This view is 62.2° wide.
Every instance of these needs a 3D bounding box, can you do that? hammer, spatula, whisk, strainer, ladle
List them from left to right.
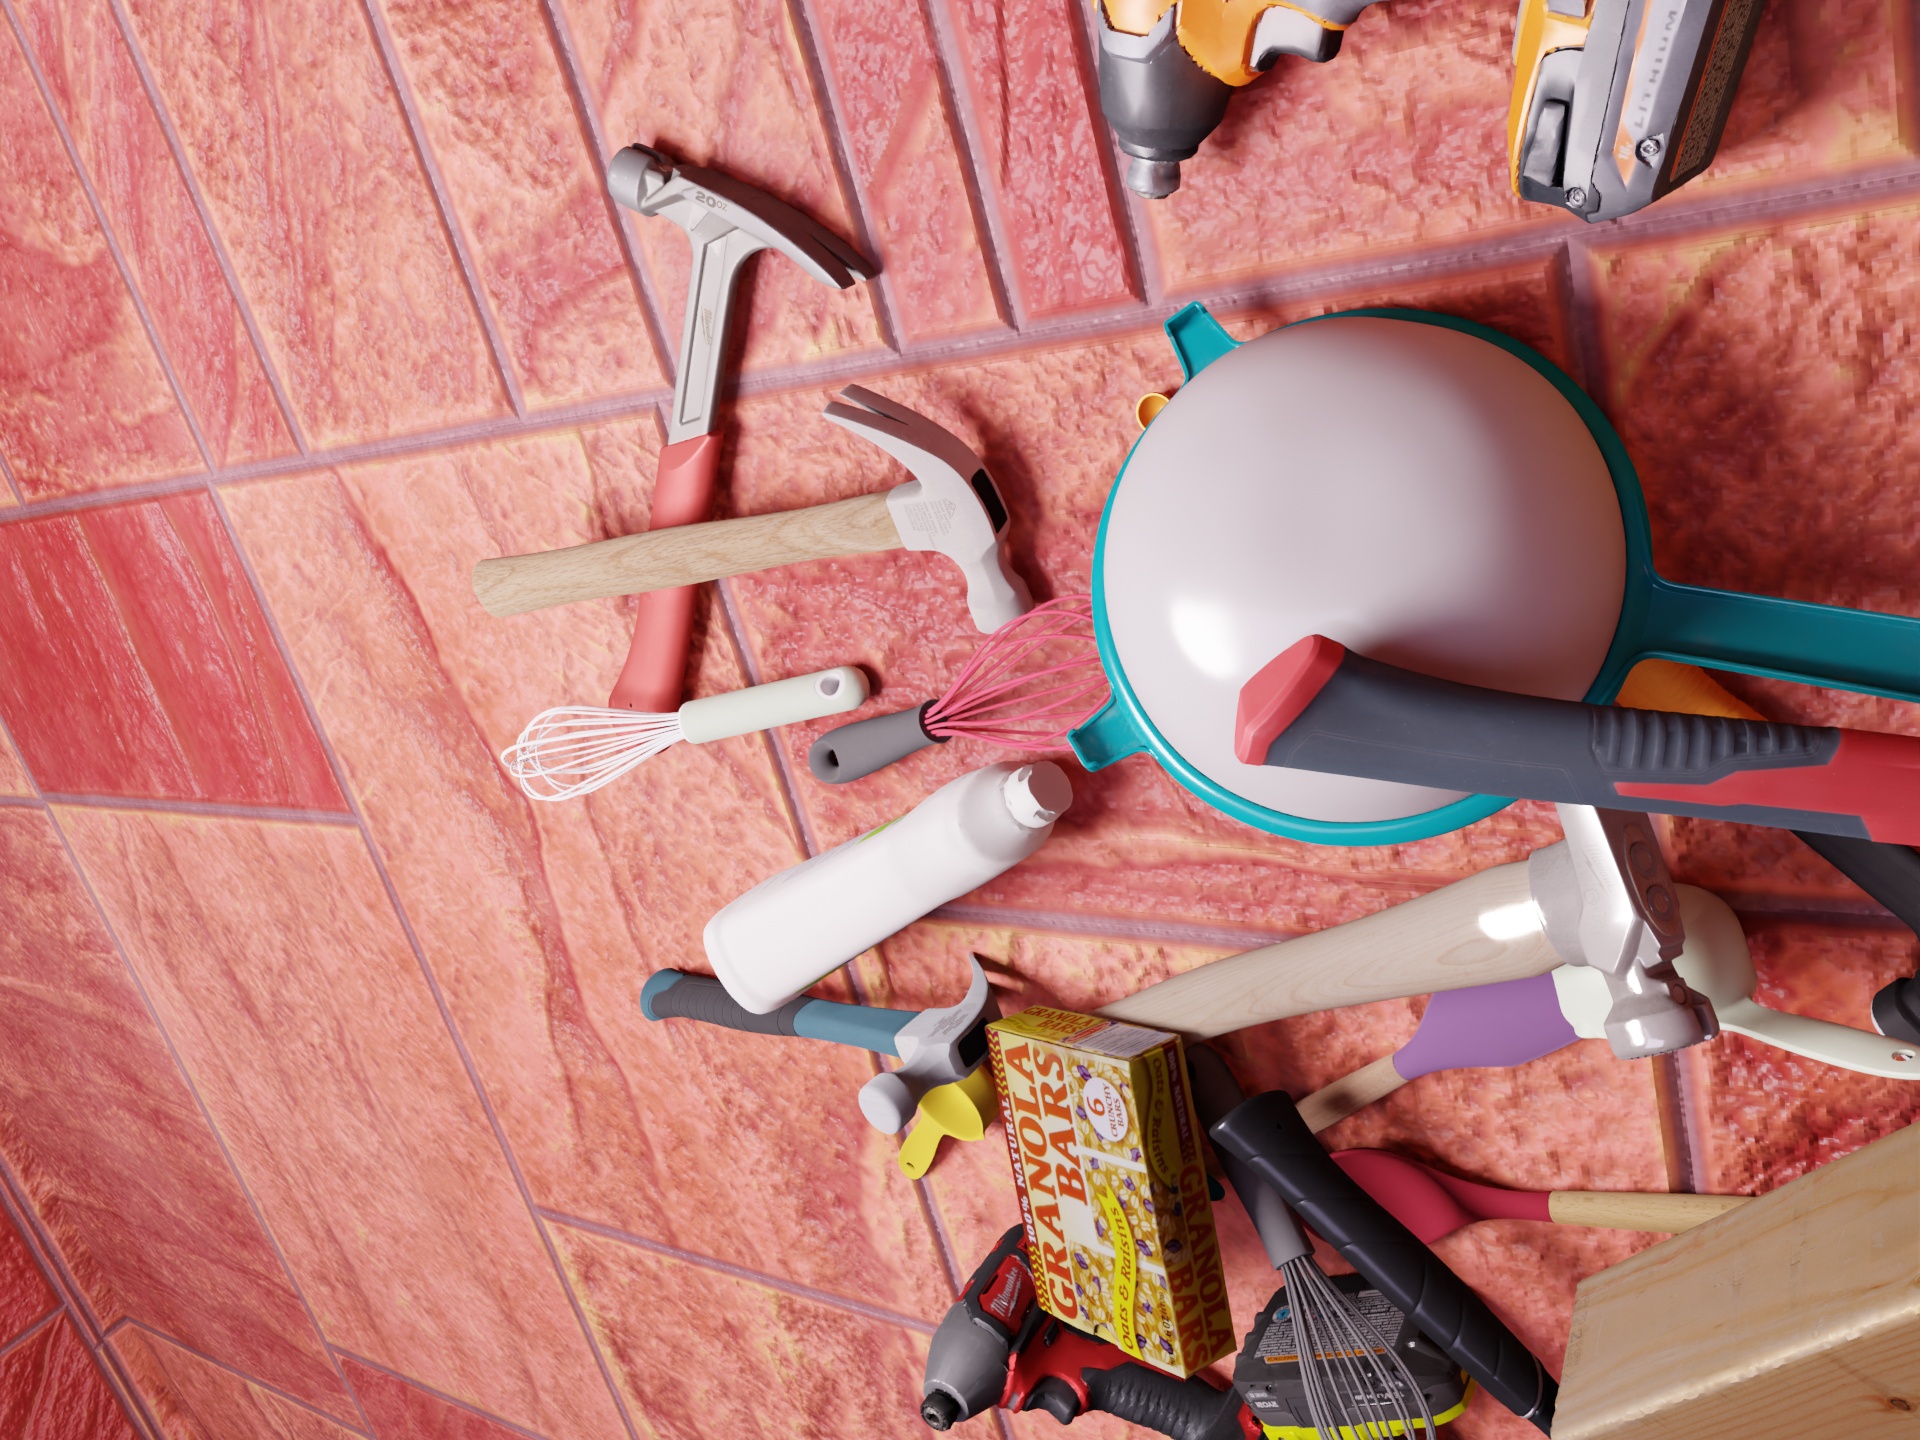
[{"bbox_3d":[-0.162,0.004,0.919,0.246,0.059,0.058,-12,69,23],"label":"whisk"},{"bbox_3d":[-0.145,-0.118,0.873,0.149,0.037,0.358,32,131,18],"label":"hammer"},{"bbox_3d":[-0.128,-0.091,0.830,0.331,0.031,0.130,-5,122,29],"label":"hammer"},{"bbox_3d":[-0.101,0.182,0.979,0.331,0.128,0.033,-3,113,49],"label":"hammer"},{"bbox_3d":[-0.001,-0.003,0.804,0.296,0.073,0.073,-19,104,54],"label":"whisk"},{"bbox_3d":[0.149,0.113,0.745,0.410,0.038,0.146,-34,67,54],"label":"hammer"},{"bbox_3d":[0.167,0.268,0.797,0.055,0.055,0.239,-57,46,43],"label":"whisk"},{"bbox_3d":[0.203,0.181,0.798,0.060,0.018,0.315,51,133,7],"label":"spatula"},{"bbox_3d":[0.194,-0.049,0.551,0.340,0.095,0.211,12,87,24],"label":"strainer"},{"bbox_3d":[0.276,0.328,0.741,0.409,0.149,0.036,43,143,9],"label":"hammer"},{"bbox_3d":[0.303,0.229,0.744,0.315,0.031,0.069,-10,114,39],"label":"ladle"},{"bbox_3d":[0.280,-0.013,0.610,0.337,0.034,0.127,41,134,11],"label":"hammer"},{"bbox_3d":[0.281,0.034,0.511,0.386,0.038,0.143,6,115,4],"label":"hammer"}]

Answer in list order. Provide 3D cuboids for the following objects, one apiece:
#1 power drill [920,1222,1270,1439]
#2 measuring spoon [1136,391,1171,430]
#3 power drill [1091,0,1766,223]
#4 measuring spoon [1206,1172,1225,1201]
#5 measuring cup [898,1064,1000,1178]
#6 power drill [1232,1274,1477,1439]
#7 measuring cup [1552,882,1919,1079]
[{"bbox_3d":[0.086,0.409,0.941,0.220,0.143,0.078,31,128,16],"label":"power drill"},{"bbox_3d":[0.128,-0.110,0.688,0.117,0.011,0.021,32,131,13],"label":"measuring spoon"},{"bbox_3d":[0.145,-0.244,0.545,0.227,0.084,0.164,26,130,28],"label":"power drill"},{"bbox_3d":[0.098,0.242,0.908,0.129,0.021,0.042,15,116,35],"label":"measuring spoon"},{"bbox_3d":[-0.013,0.254,1.010,0.062,0.029,0.156,39,145,13],"label":"measuring cup"},{"bbox_3d":[0.268,0.410,0.847,0.190,0.080,0.228,-25,102,40],"label":"power drill"},{"bbox_3d":[0.293,0.098,0.604,0.038,0.083,0.168,69,164,-11],"label":"measuring cup"}]
